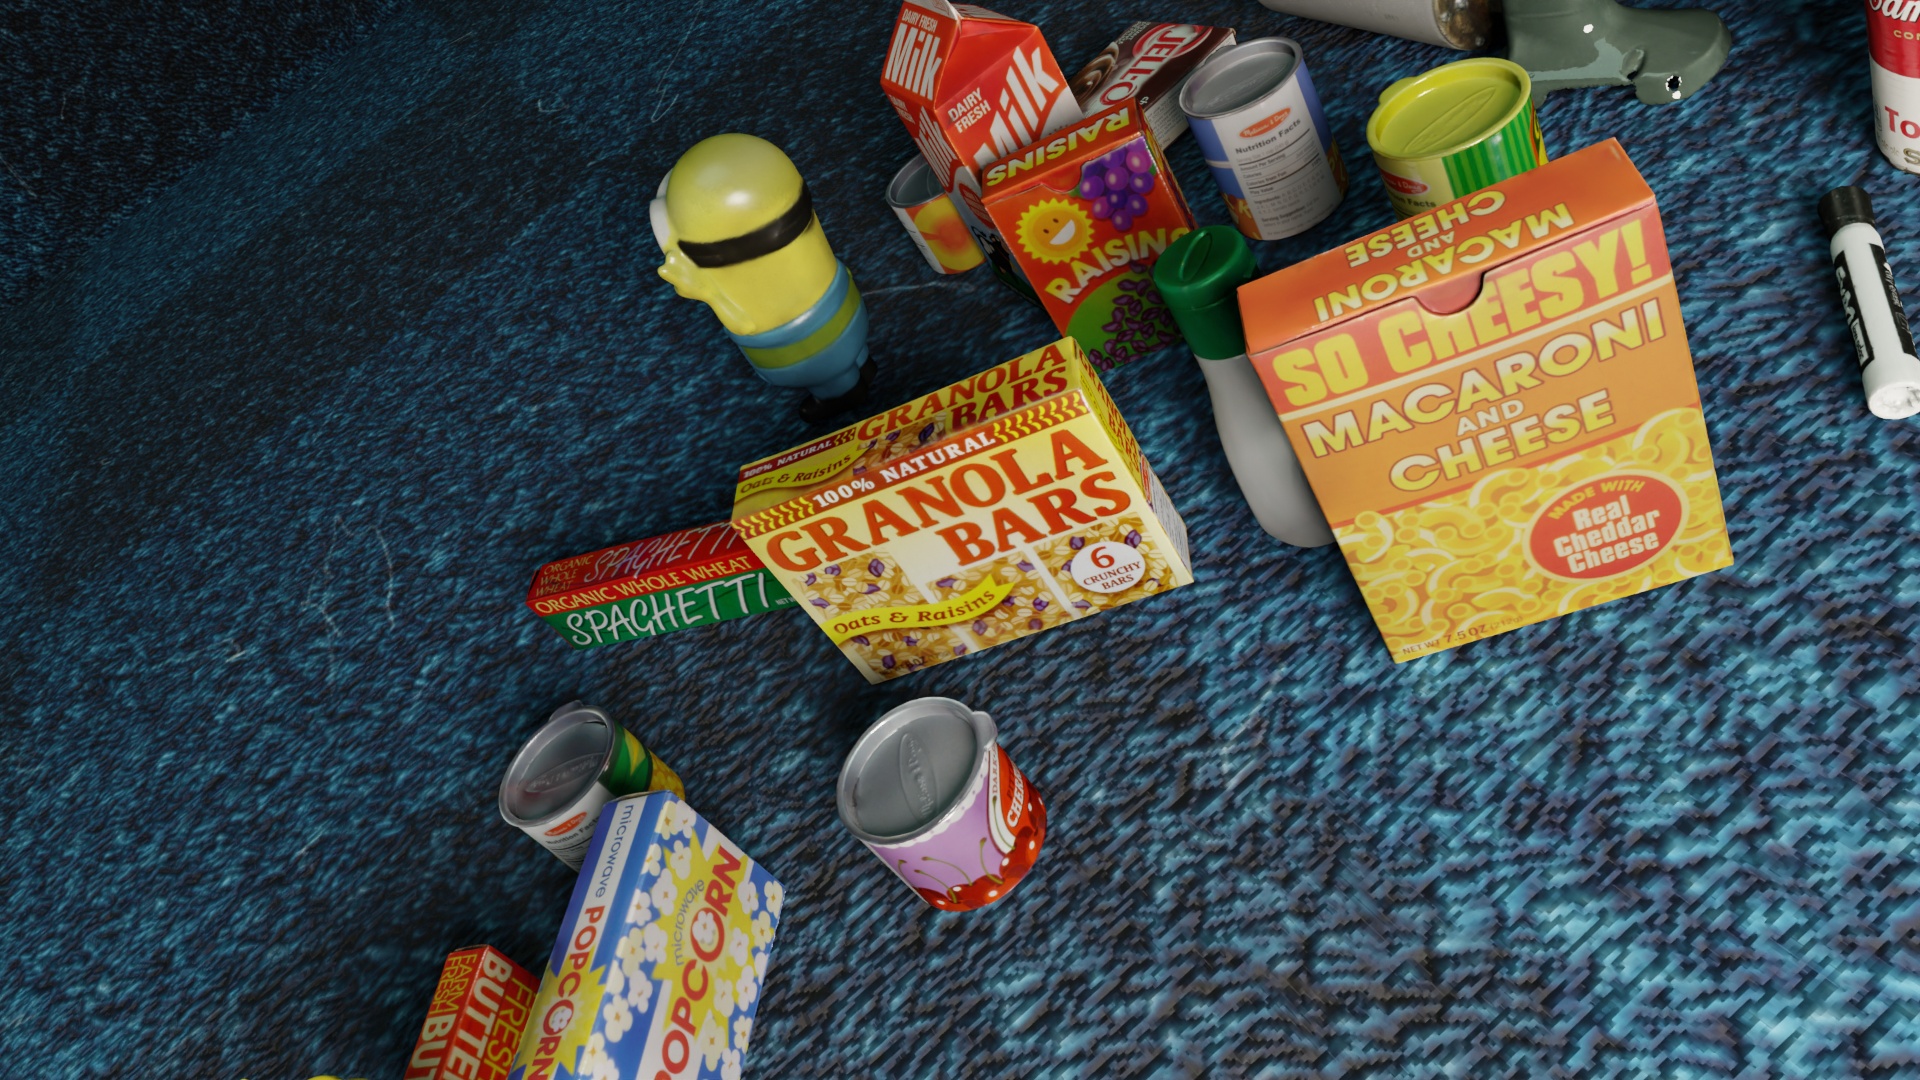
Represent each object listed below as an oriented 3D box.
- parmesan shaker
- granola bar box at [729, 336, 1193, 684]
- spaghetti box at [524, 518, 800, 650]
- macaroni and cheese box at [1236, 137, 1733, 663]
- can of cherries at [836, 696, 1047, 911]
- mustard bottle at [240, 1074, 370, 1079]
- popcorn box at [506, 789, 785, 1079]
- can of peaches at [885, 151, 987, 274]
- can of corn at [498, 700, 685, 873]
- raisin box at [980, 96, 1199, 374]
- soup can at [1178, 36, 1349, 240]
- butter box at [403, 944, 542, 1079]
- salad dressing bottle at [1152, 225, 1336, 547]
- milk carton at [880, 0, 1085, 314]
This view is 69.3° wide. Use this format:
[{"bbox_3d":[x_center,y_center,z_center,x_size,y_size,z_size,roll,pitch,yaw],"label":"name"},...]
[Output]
[{"bbox_3d":[0.224,-0.149,0.608,0.071,0.102,0.072,-21,40,19],"label":"parmesan shaker"},{"bbox_3d":[0.002,-0.008,0.613,0.165,0.123,0.039,-19,41,20],"label":"granola bar box"},{"bbox_3d":[-0.127,0.017,0.746,0.249,0.050,0.029,-12,44,27],"label":"spaghetti box"},{"bbox_3d":[0.182,-0.037,0.472,0.123,0.166,0.040,-20,41,20],"label":"macaroni and cheese box"},{"bbox_3d":[-0.004,0.105,0.554,0.071,0.058,0.072,-21,40,19],"label":"can of cherries"},{"bbox_3d":[-0.199,0.227,0.492,0.065,0.159,0.049,1,52,39],"label":"mustard bottle"},{"bbox_3d":[-0.119,0.174,0.548,0.038,0.085,0.127,-15,43,26],"label":"popcorn box"},{"bbox_3d":[-0.003,-0.213,0.884,0.071,0.058,0.071,-21,40,19],"label":"can of peaches"},{"bbox_3d":[-0.176,0.121,0.668,0.071,0.058,0.071,-21,40,19],"label":"can of corn"},{"bbox_3d":[0.076,-0.150,0.706,0.086,0.123,0.040,-20,41,20],"label":"raisin box"},{"bbox_3d":[0.162,-0.214,0.738,0.071,0.083,0.072,-21,40,19],"label":"soup can"},{"bbox_3d":[-0.206,0.229,0.583,0.024,0.053,0.104,-17,42,23],"label":"butter box"},{"bbox_3d":[0.122,-0.059,0.557,0.044,0.147,0.064,-1,50,37],"label":"salad dressing bottle"},{"bbox_3d":[0.023,-0.223,0.767,0.073,0.190,0.072,-40,38,-4],"label":"milk carton"}]
